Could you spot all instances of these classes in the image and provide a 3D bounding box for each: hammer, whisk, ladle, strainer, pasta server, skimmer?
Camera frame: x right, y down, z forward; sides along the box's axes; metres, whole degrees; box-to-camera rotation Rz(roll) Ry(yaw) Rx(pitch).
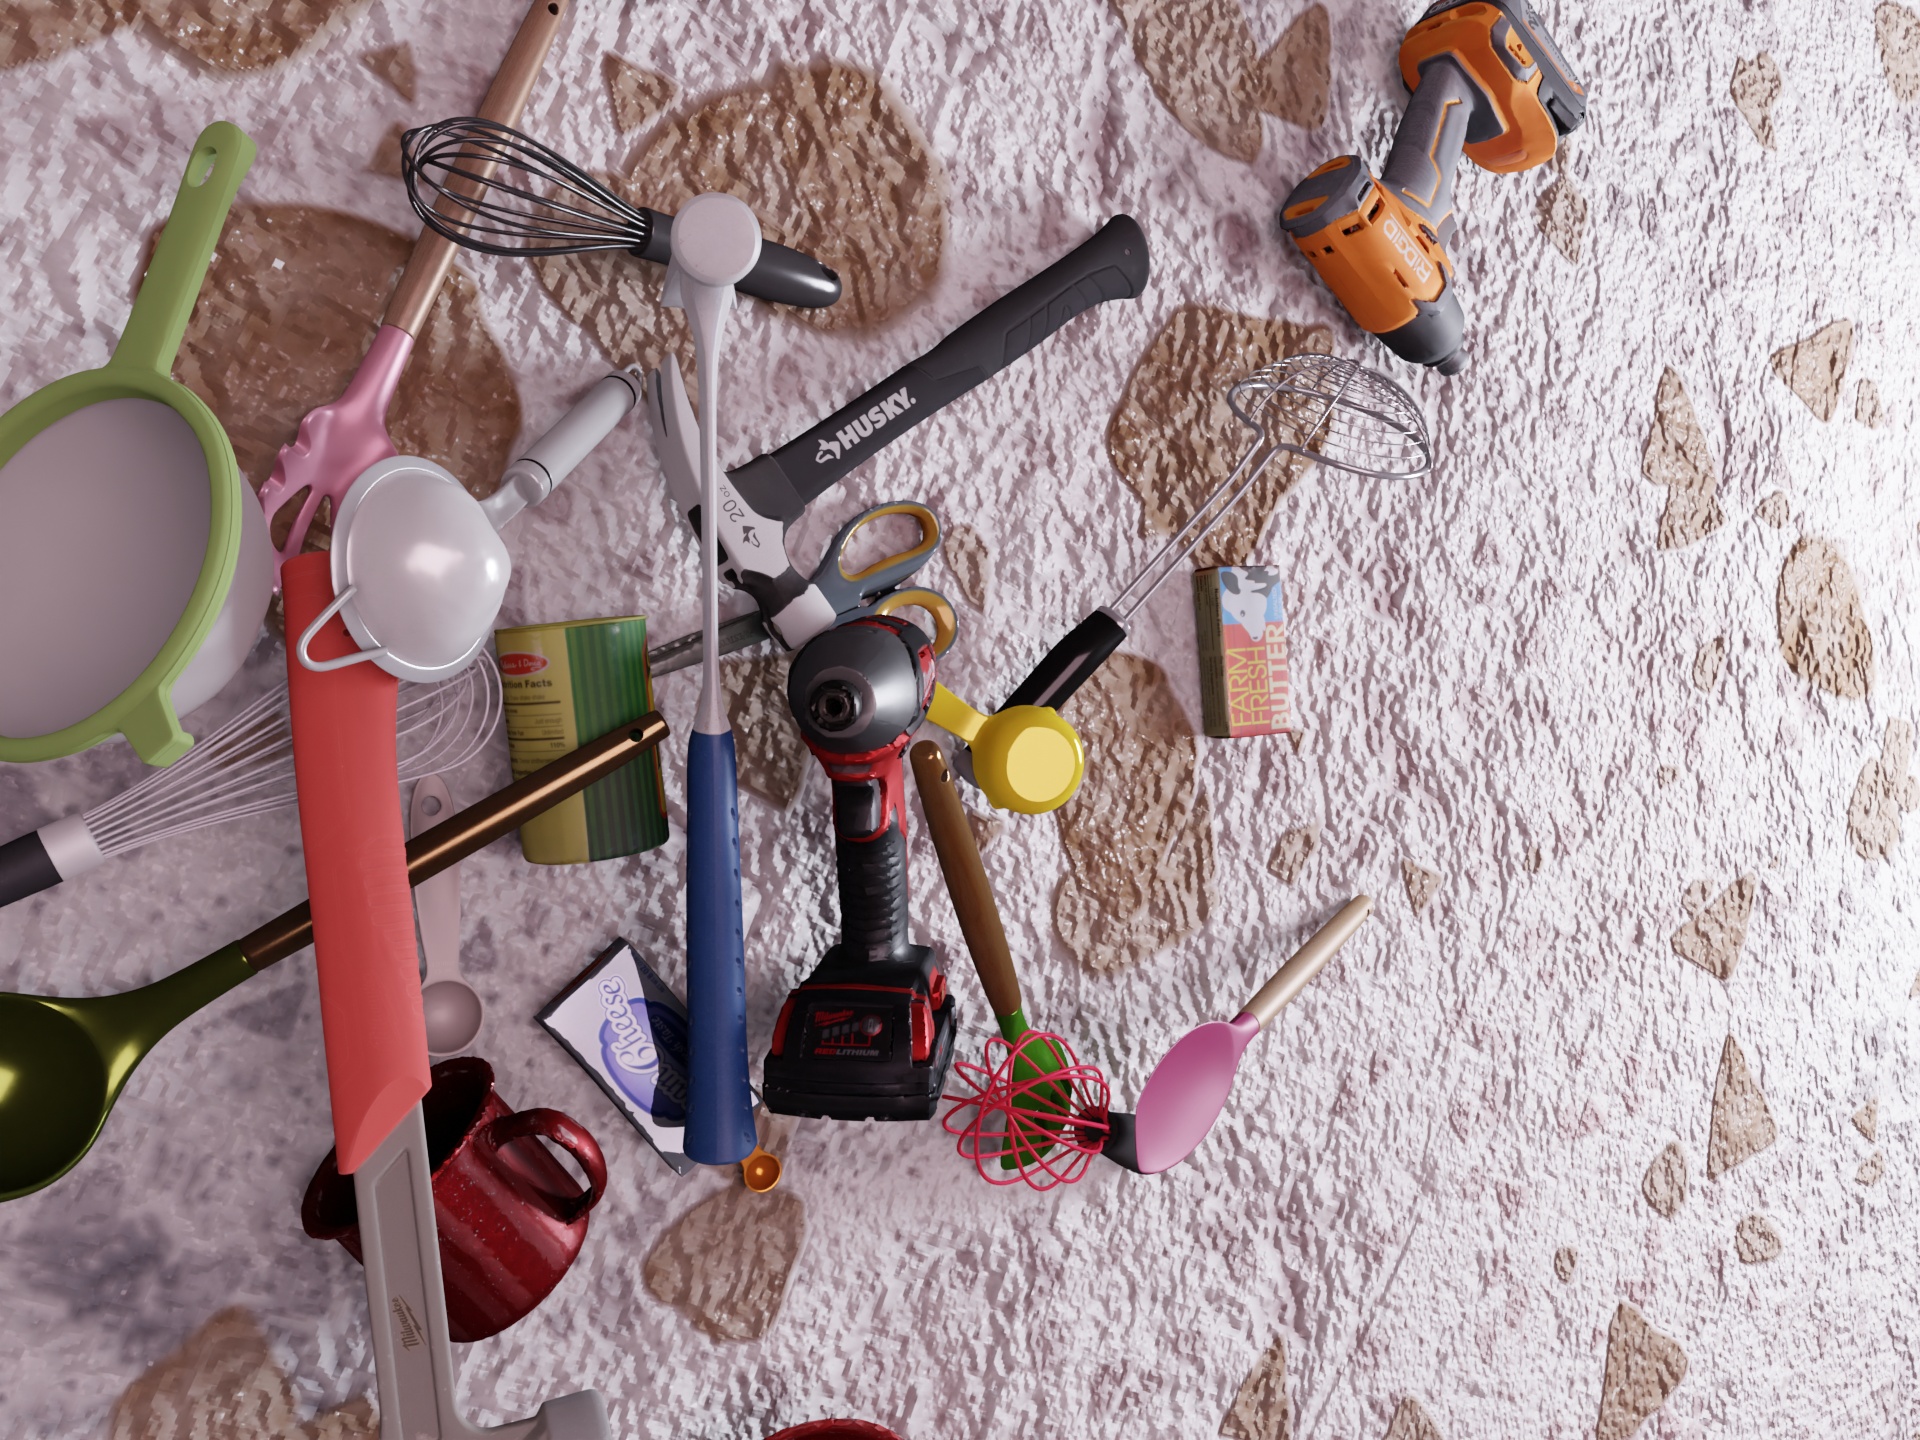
[{"bbox_3d":[-0.014,-0.185,0.829,0.335,0.035,0.146,-41,102,-30],"label":"hammer"},{"bbox_3d":[0.061,0.203,0.794,0.295,0.073,0.073,41,63,-62],"label":"whisk"},{"bbox_3d":[-0.107,-0.008,0.690,0.035,0.144,0.405,-1,100,-12],"label":"hammer"},{"bbox_3d":[-0.254,0.078,0.619,0.320,0.062,0.078,-31,90,-17],"label":"ladle"},{"bbox_3d":[-0.182,-0.096,0.656,0.259,0.050,0.086,-68,146,-53],"label":"strainer"},{"bbox_3d":[-0.144,-0.222,0.726,0.238,0.055,0.055,2,88,-46],"label":"whisk"},{"bbox_3d":[-0.313,0.036,0.621,0.284,0.070,0.070,-28,104,-26],"label":"whisk"},{"bbox_3d":[-0.230,-0.192,0.691,0.060,0.040,0.316,31,71,-40],"label":"pasta server"},{"bbox_3d":[0.132,-0.084,0.914,0.363,0.127,0.090,-47,150,-13],"label":"skimmer"},{"bbox_3d":[-0.226,0.116,0.587,0.149,0.036,0.359,-7,82,-22],"label":"hammer"},{"bbox_3d":[-0.301,-0.101,0.608,0.069,0.151,0.256,42,58,-64],"label":"strainer"}]

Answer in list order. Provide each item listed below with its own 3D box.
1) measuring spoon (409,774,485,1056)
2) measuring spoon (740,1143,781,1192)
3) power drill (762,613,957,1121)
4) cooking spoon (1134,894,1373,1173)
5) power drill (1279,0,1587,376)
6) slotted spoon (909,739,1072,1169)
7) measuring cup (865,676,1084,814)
[{"bbox_3d":[-0.231,0.085,0.700,0.034,0.018,0.124,-2,83,-32],"label":"measuring spoon"},{"bbox_3d":[-0.123,0.181,0.771,0.021,0.011,0.117,-37,105,-21],"label":"measuring spoon"},{"bbox_3d":[-0.045,0.064,0.733,0.078,0.143,0.219,1,98,5],"label":"power drill"},{"bbox_3d":[0.172,0.161,0.896,0.319,0.017,0.068,-26,117,-52],"label":"cooking spoon"},{"bbox_3d":[0.315,-0.344,1.031,0.164,0.084,0.226,42,72,-26],"label":"power drill"},{"bbox_3d":[0.017,0.123,0.764,0.070,0.031,0.313,-56,145,-35],"label":"slotted spoon"},{"bbox_3d":[-0.001,-0.003,0.813,0.156,0.029,0.062,32,86,-22],"label":"measuring cup"}]
